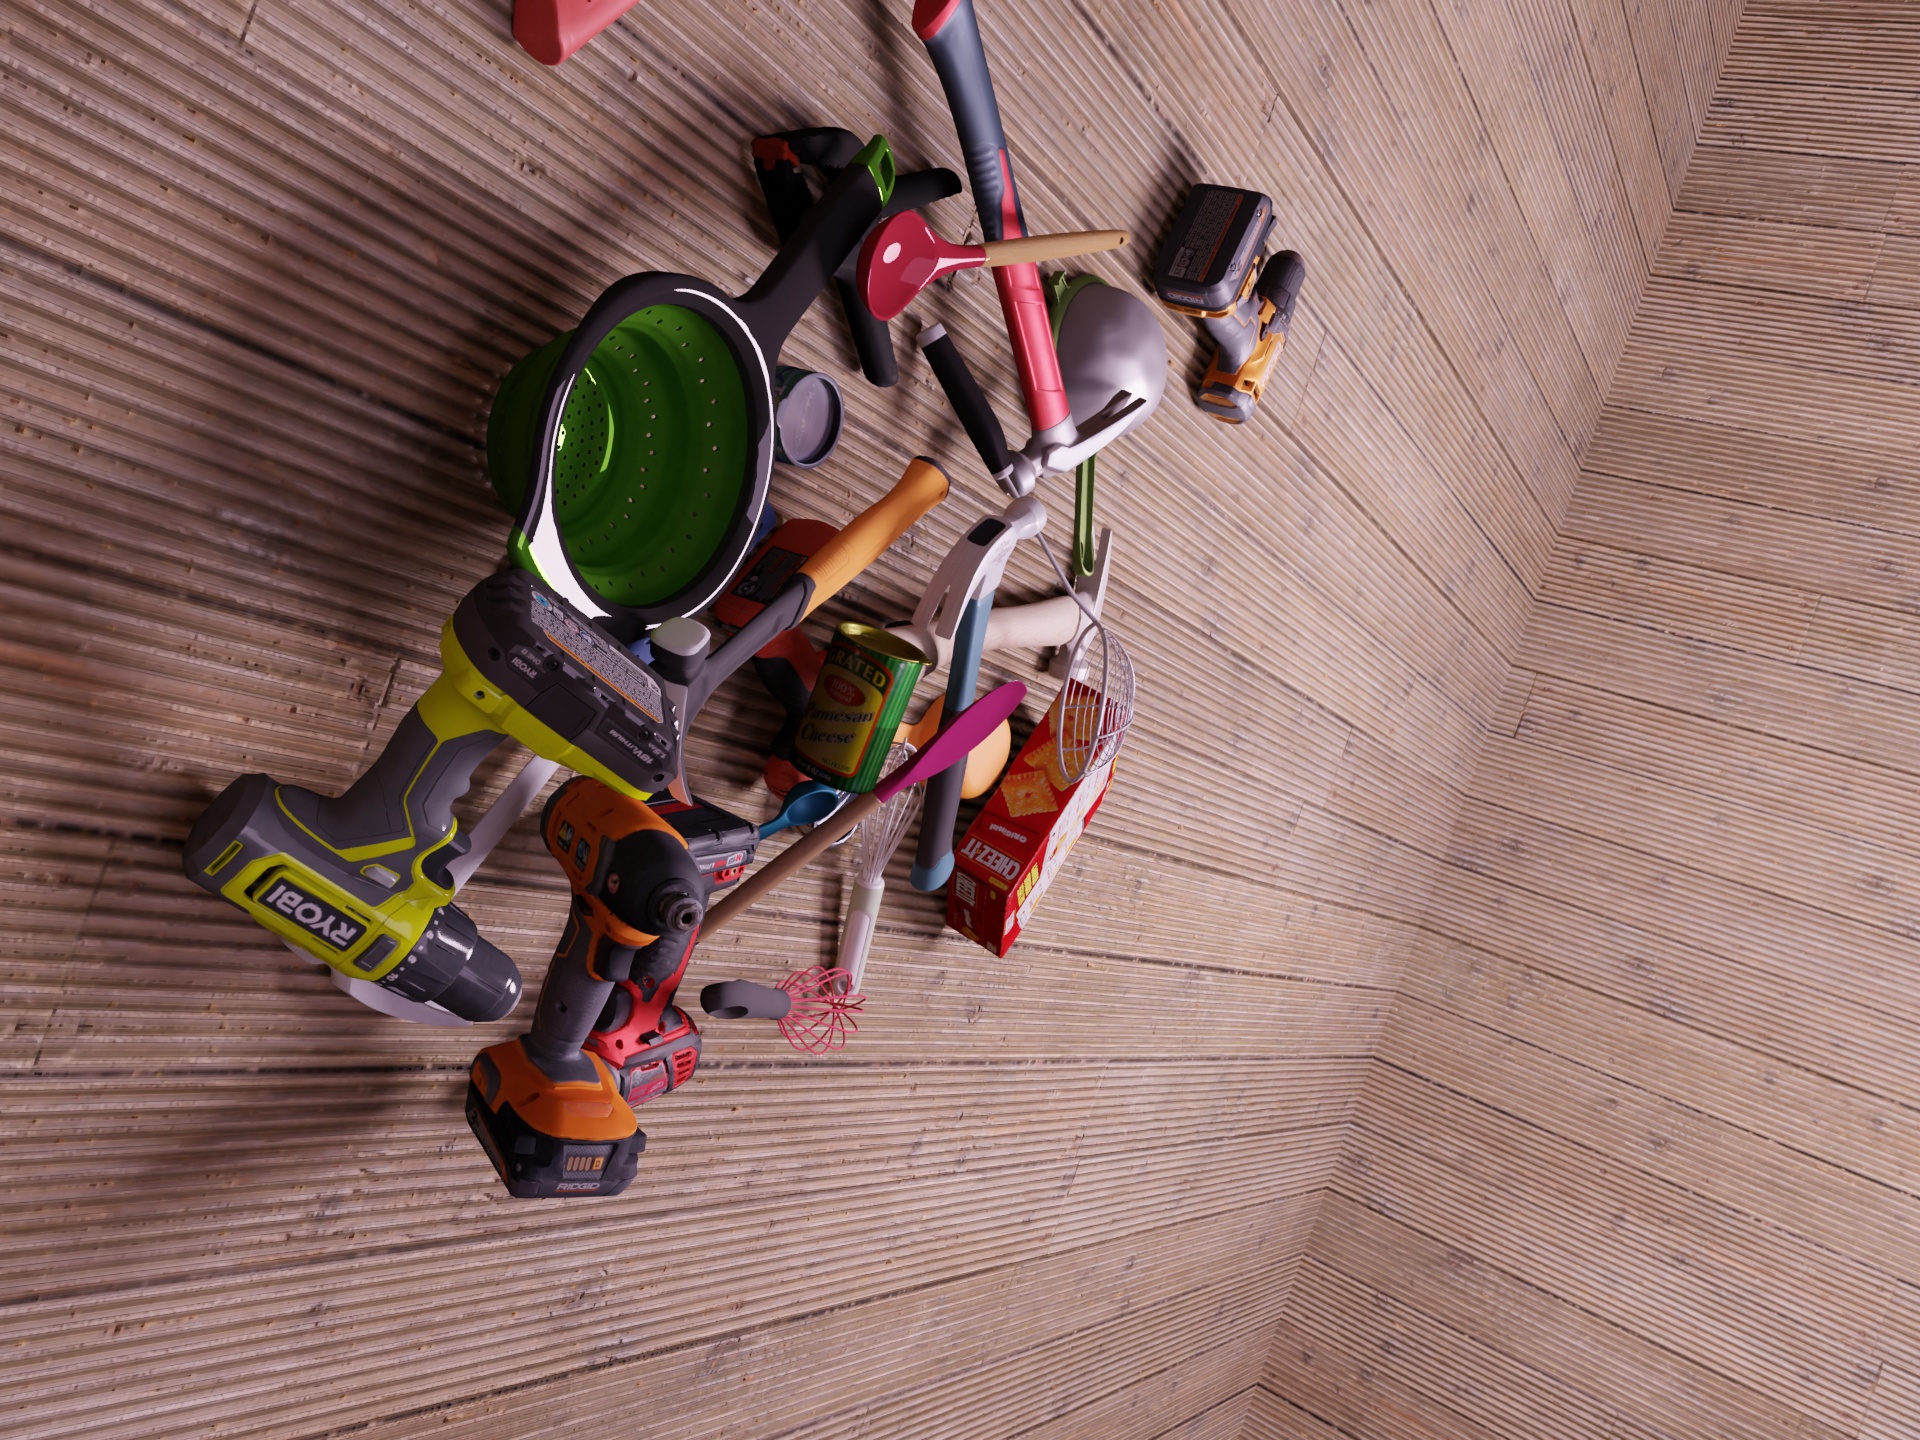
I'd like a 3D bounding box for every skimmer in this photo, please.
[{"bbox_3d":[0.037,-0.125,1.229,0.090,0.127,0.363,-30,104,-2],"label":"skimmer"}]

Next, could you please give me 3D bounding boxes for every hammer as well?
[{"bbox_3d":[0.032,-0.085,1.311,0.410,0.038,0.146,-17,119,-63],"label":"hammer"},{"bbox_3d":[-0.002,-0.004,1.210,0.128,0.033,0.330,-40,148,-47],"label":"hammer"},{"bbox_3d":[-0.243,0.010,1.000,0.406,0.035,0.143,-55,145,-23],"label":"hammer"},{"bbox_3d":[-0.097,-0.082,1.042,0.337,0.034,0.127,-49,159,-46],"label":"hammer"},{"bbox_3d":[-0.124,-0.480,0.918,0.359,0.037,0.149,-54,145,-26],"label":"hammer"},{"bbox_3d":[0.047,-0.354,1.165,0.143,0.038,0.385,-36,134,-19],"label":"hammer"}]

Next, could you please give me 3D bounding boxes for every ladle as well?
[{"bbox_3d":[0.029,-0.321,1.090,0.315,0.031,0.069,-25,136,-48],"label":"ladle"}]

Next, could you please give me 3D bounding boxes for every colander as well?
[{"bbox_3d":[-0.164,-0.219,0.947,0.397,0.094,0.204,-60,149,-26],"label":"colander"}]

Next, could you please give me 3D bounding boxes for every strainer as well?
[{"bbox_3d":[0.131,-0.251,1.357,0.151,0.069,0.256,-4,98,-56],"label":"strainer"}]

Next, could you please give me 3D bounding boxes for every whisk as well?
[{"bbox_3d":[-0.072,0.125,1.305,0.059,0.058,0.246,-83,-173,-67],"label":"whisk"},{"bbox_3d":[-0.133,0.215,1.198,0.073,0.073,0.295,-67,164,-6],"label":"whisk"}]

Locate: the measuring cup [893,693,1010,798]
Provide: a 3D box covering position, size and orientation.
[{"bbox_3d":[-0.017,0.020,1.334,0.173,0.052,0.095,9,99,-60],"label":"measuring cup"}]

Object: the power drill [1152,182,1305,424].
[{"bbox_3d":[0.268,-0.415,1.515,0.185,0.084,0.226,-64,152,-11],"label":"power drill"}]

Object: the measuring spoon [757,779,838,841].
[{"bbox_3d":[-0.149,0.074,1.146,0.128,0.021,0.042,-26,150,0],"label":"measuring spoon"}]

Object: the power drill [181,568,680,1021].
[{"bbox_3d":[-0.256,0.051,0.834,0.228,0.080,0.190,-42,121,11],"label":"power drill"}]

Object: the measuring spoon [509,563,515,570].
[{"bbox_3d":[-0.274,-0.046,0.939,0.124,0.018,0.034,-60,147,-15],"label":"measuring spoon"}]

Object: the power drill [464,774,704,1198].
[{"bbox_3d":[-0.214,0.161,0.935,0.084,0.164,0.226,11,100,-36],"label":"power drill"}]

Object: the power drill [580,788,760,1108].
[{"bbox_3d":[-0.221,0.165,1.079,0.143,0.079,0.219,-8,117,-59],"label":"power drill"}]

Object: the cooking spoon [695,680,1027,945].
[{"bbox_3d":[-0.081,0.069,1.154,0.319,0.017,0.068,-38,160,3],"label":"cooking spoon"}]
